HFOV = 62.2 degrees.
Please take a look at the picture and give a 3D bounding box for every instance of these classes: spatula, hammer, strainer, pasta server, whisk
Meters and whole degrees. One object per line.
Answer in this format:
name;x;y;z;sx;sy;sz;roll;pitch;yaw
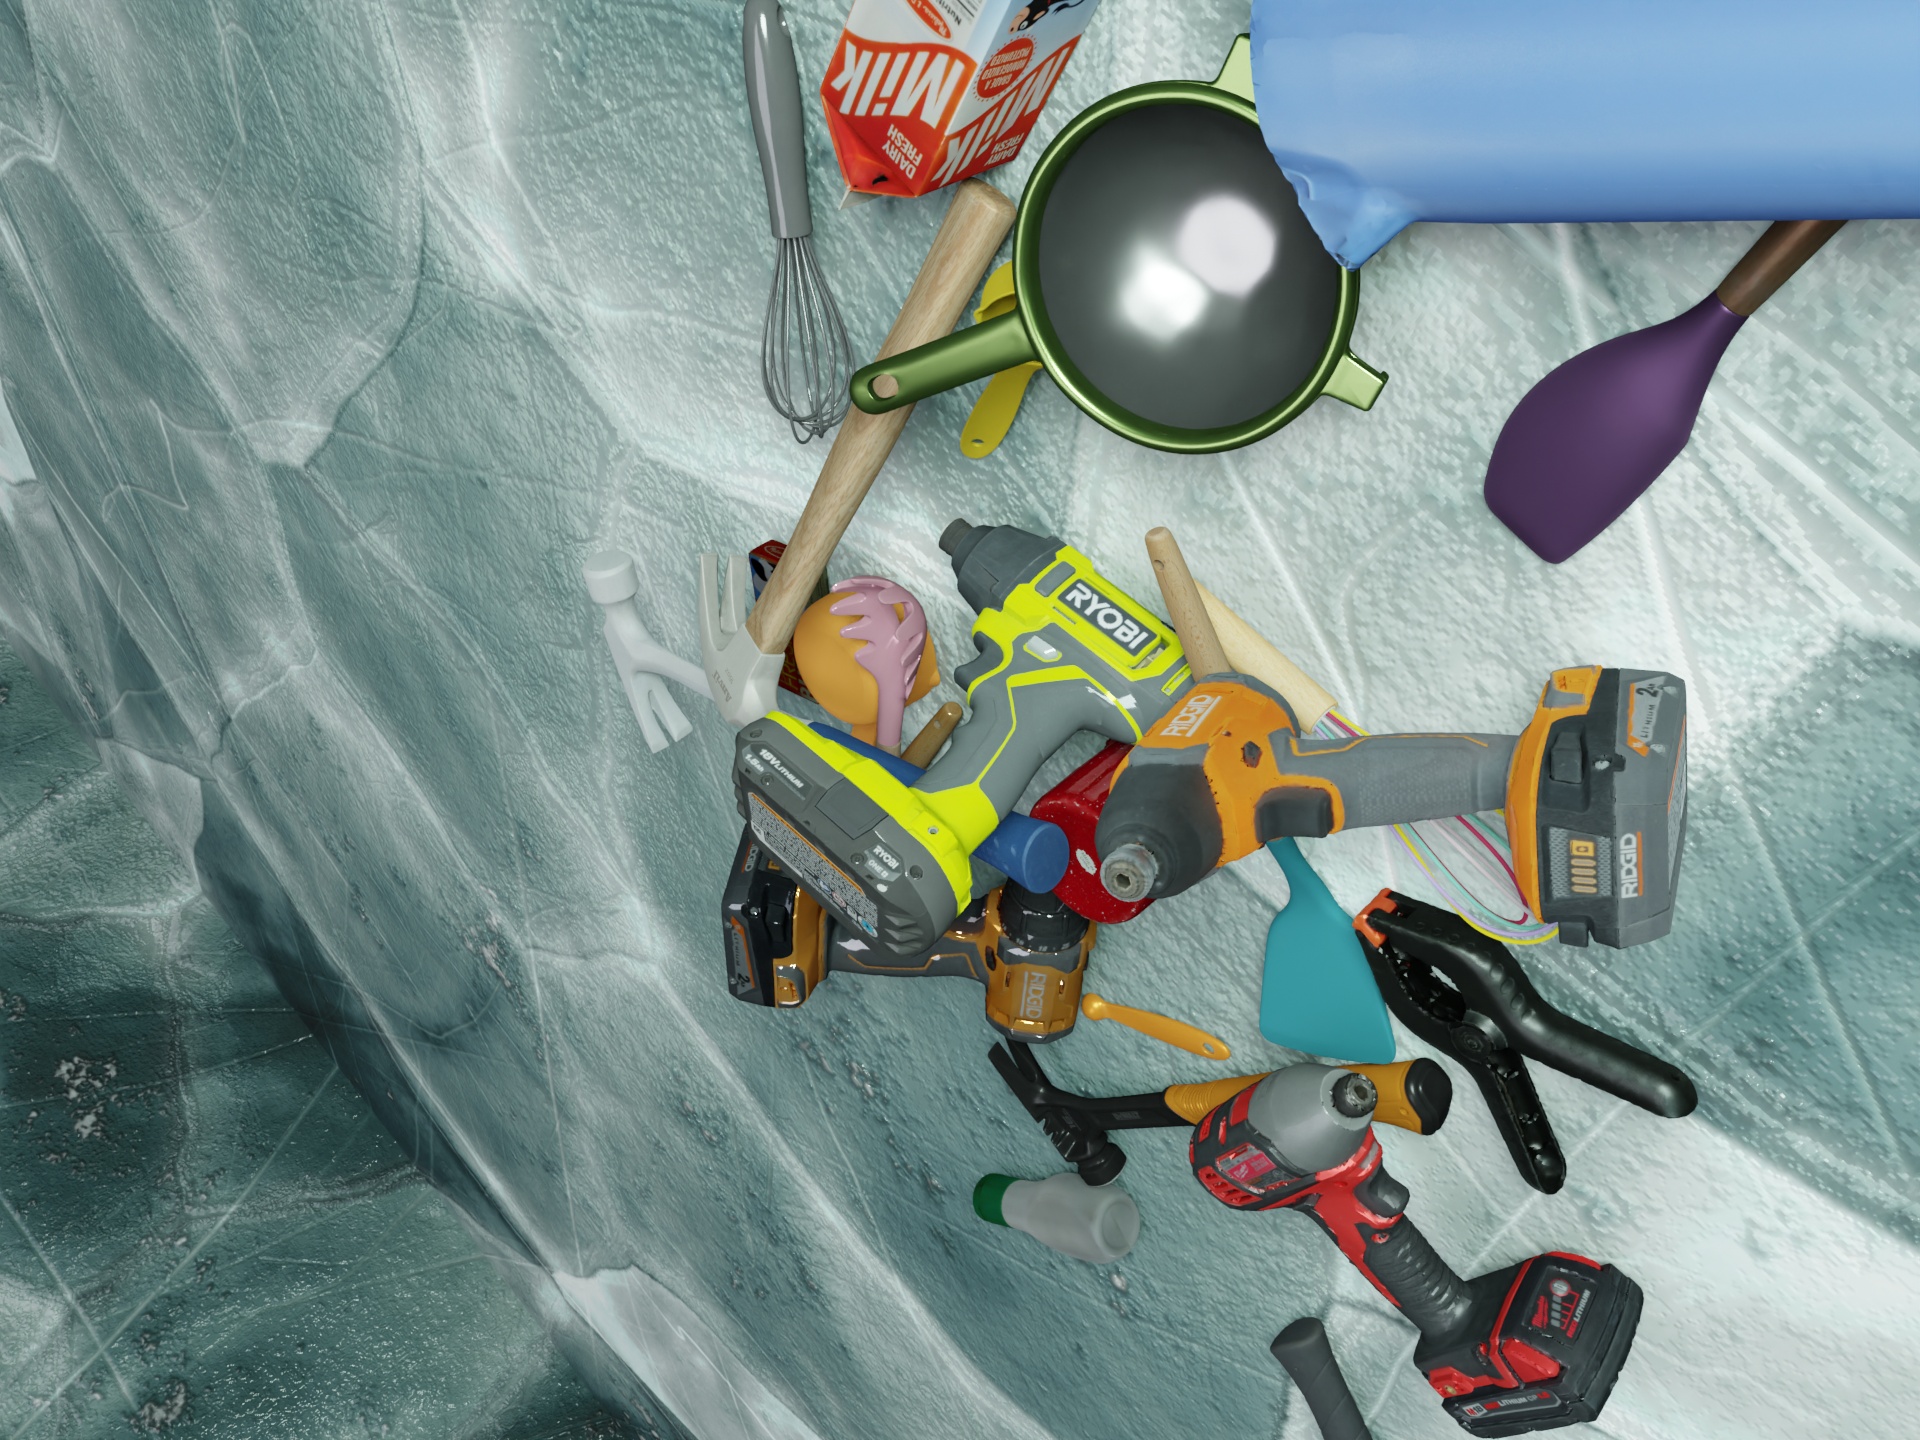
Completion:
spatula;0.278;-0.162;0.539;0.060;0.018;0.315;48;144;12
hammer;-0.061;-0.133;0.845;0.130;0.031;0.331;54;126;34
hammer;0.302;0.572;1.065;0.149;0.036;0.408;-10;109;50
strainer;0.061;-0.185;0.700;0.256;0.069;0.151;-11;111;38
pasta server;-0.051;0.034;0.981;0.060;0.040;0.316;37;141;28
spatula;0.148;0.044;0.801;0.082;0.044;0.317;2;129;43
hammer;-0.093;0.013;0.962;0.406;0.035;0.144;25;138;40
hammer;0.151;0.227;0.964;0.127;0.034;0.337;53;144;-11
whisk;0.187;0.017;0.762;0.245;0.051;0.047;44;148;20
whisk;-0.093;-0.265;0.863;0.055;0.055;0.238;20;128;39

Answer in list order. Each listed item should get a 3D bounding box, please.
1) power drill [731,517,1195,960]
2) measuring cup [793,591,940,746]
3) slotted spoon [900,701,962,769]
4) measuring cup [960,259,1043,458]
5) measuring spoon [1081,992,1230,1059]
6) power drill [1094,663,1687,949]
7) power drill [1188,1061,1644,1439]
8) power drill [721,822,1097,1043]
power drill;-0.001;-0.003;0.807;0.171;0.223;0.080;39;154;20
measuring cup;-0.072;-0.011;1.025;0.095;0.052;0.173;39;139;22
slotted spoon;-0.066;0.068;1.105;0.070;0.031;0.313;53;143;11
measuring cup;0.026;-0.181;0.805;0.062;0.029;0.156;12;158;-10
measuring spoon;0.120;0.195;1.001;0.117;0.011;0.021;12;125;44
power drill;0.170;0.035;0.653;0.226;0.164;0.084;1;112;28
power drill;0.235;0.268;0.836;0.220;0.078;0.143;41;145;5
power drill;-0.028;0.118;0.982;0.226;0.084;0.185;8;136;3
